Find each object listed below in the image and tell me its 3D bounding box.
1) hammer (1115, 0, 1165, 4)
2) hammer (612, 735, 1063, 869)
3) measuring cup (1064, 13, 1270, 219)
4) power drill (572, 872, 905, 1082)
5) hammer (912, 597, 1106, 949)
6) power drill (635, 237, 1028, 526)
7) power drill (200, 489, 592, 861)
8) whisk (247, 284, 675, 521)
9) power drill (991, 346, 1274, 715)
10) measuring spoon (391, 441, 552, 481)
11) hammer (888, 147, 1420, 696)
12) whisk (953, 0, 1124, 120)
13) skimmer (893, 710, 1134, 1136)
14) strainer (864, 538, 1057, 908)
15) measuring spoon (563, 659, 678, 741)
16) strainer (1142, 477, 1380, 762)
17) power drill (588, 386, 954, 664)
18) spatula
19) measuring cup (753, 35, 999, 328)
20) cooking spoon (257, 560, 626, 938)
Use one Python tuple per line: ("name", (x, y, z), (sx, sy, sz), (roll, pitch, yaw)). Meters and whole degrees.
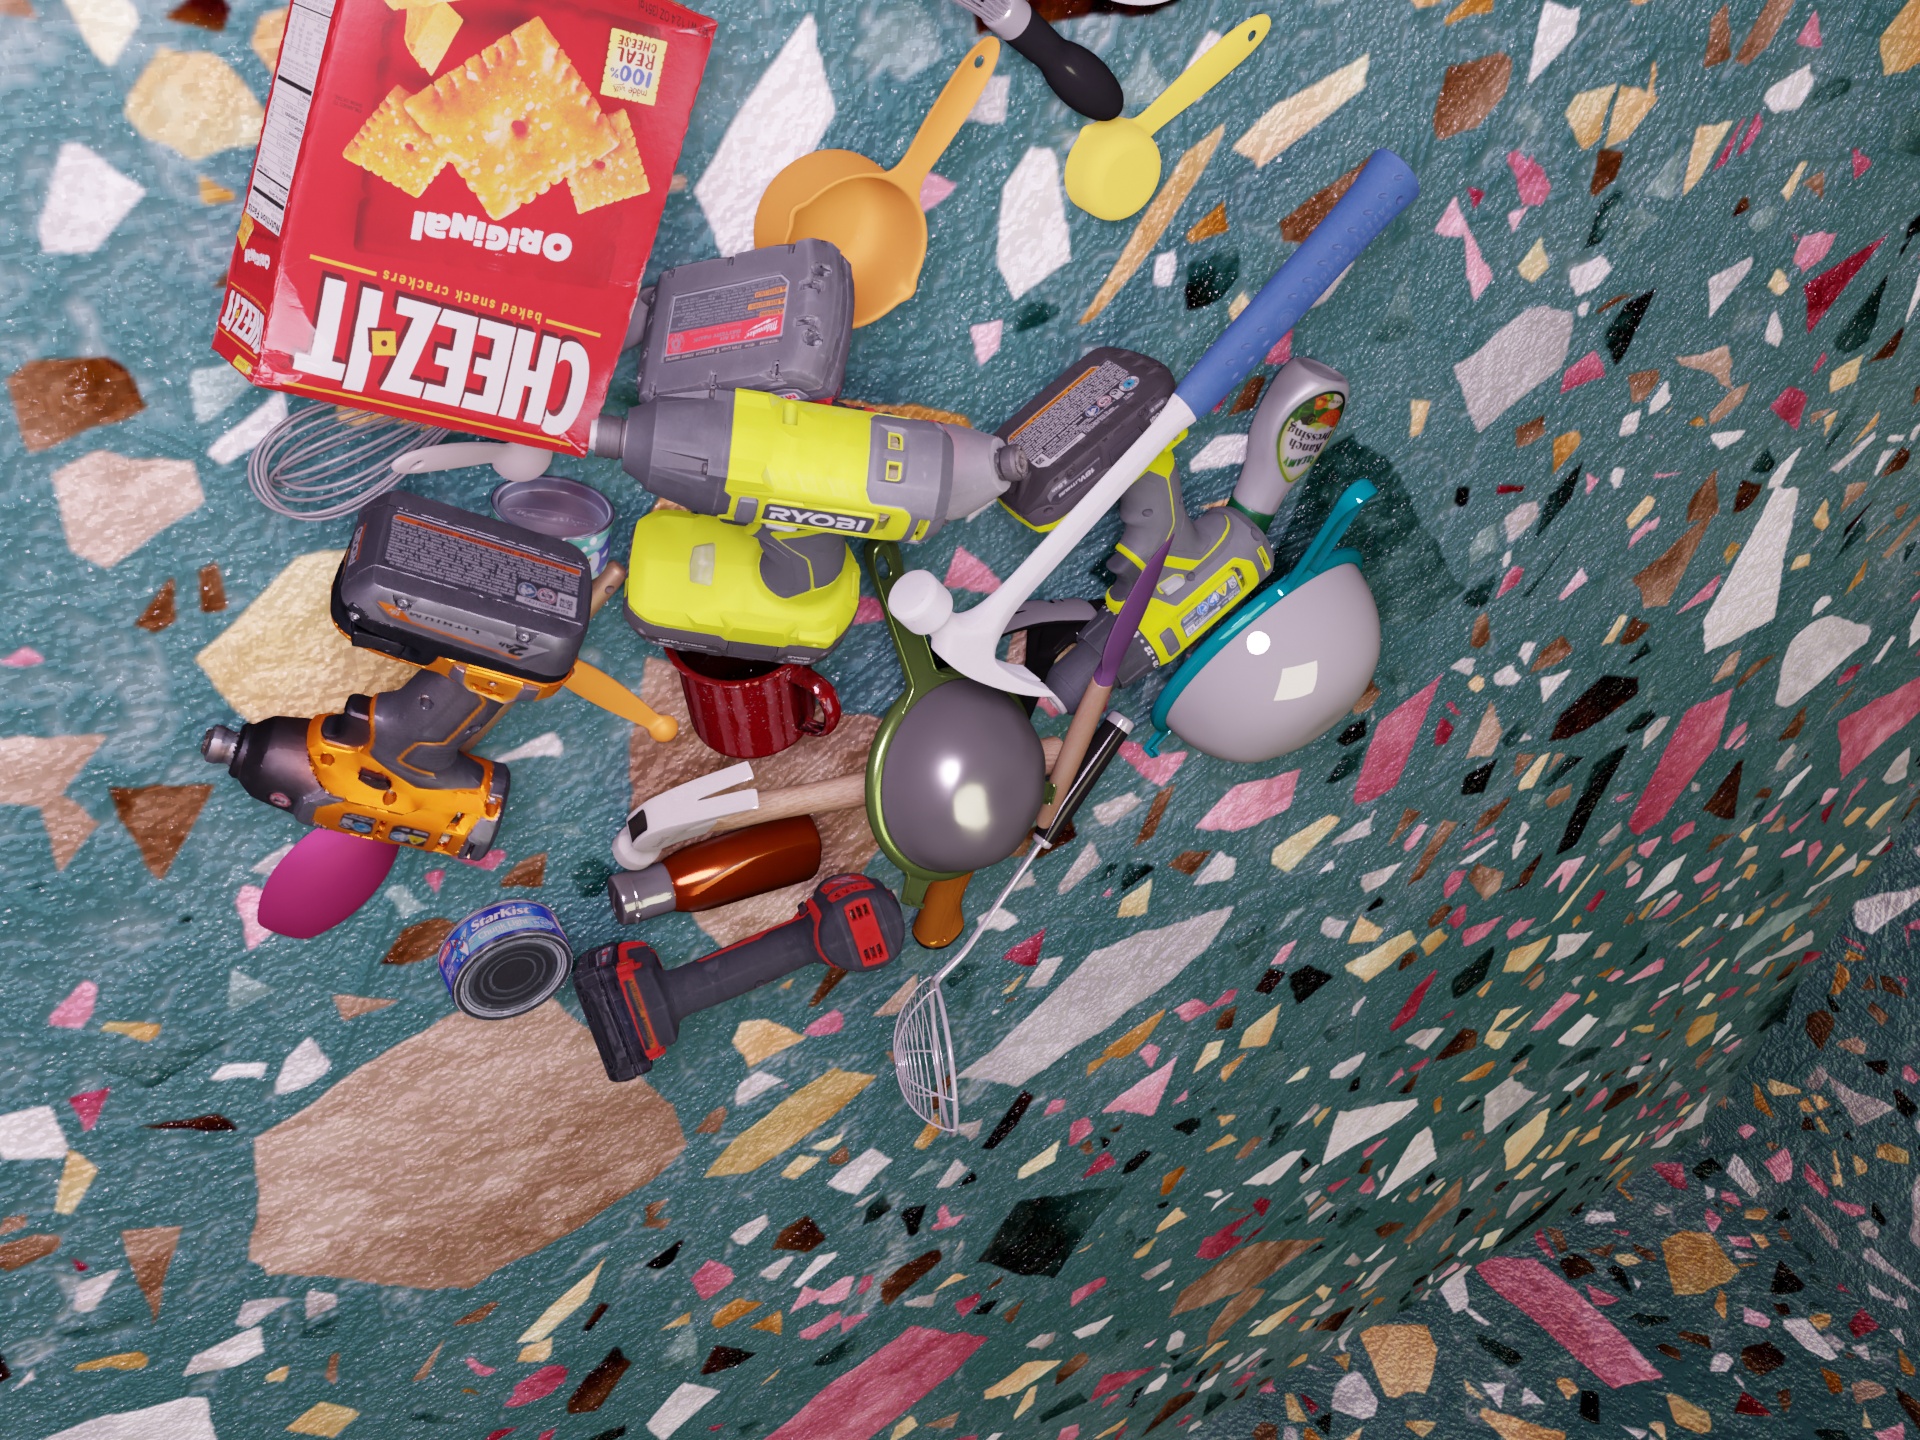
("hammer", (0.149, -0.525, 0.795), (0.128, 0.033, 0.331), (5, 123, -40))
("hammer", (-0.068, 0.047, 1.108), (0.331, 0.031, 0.130), (-9, 165, -30))
("measuring cup", (0.129, -0.358, 0.941), (0.156, 0.029, 0.062), (-41, 141, 5))
("power drill", (-0.154, 0.168, 1.141), (0.226, 0.188, 0.080), (-20, 94, -10))
("hammer", (0.017, 0.051, 1.240), (0.127, 0.034, 0.336), (-7, 131, -35))
("power drill", (-0.063, -0.167, 0.872), (0.143, 0.079, 0.219), (-3, 162, 27))
("power drill", (-0.303, -0.014, 0.849), (0.164, 0.084, 0.226), (16, 136, -24))
("whisk", (-0.247, -0.168, 0.814), (0.239, 0.055, 0.055), (-30, 140, -17))
("power drill", (0.106, -0.120, 1.089), (0.190, 0.080, 0.228), (-40, 136, -5))
("measuring spoon", (-0.248, -0.131, 0.818), (0.034, 0.018, 0.124), (-35, 179, 22))
("hammer", (0.132, -0.181, 0.979), (0.405, 0.035, 0.143), (-47, 138, 2))
("whisk", (0.005, -0.377, 0.808), (0.284, 0.070, 0.070), (15, 117, -51))
("skimmer", (0.056, 0.164, 1.295), (0.090, 0.127, 0.363), (34, 90, -9))
("strainer", (-0.002, -0.003, 1.049), (0.151, 0.069, 0.256), (-36, 122, -31))
("measuring spoon", (-0.219, -0.012, 1.010), (0.021, 0.011, 0.116), (-45, 141, 6))
("strainer", (0.266, -0.058, 1.191), (0.211, 0.095, 0.340), (-32, 164, -19))
("power drill", (-0.112, -0.104, 0.845), (0.171, 0.080, 0.223), (7, 163, -13))
("spatula", (0.090, -0.012, 1.091), (0.060, 0.018, 0.315), (-49, 166, -34))
("measuring cup", (-0.043, -0.295, 0.849), (0.095, 0.052, 0.173), (22, 110, -47))
("cooking spoon", (-0.311, 0.021, 0.963), (0.319, 0.017, 0.068), (-46, 140, 8))
